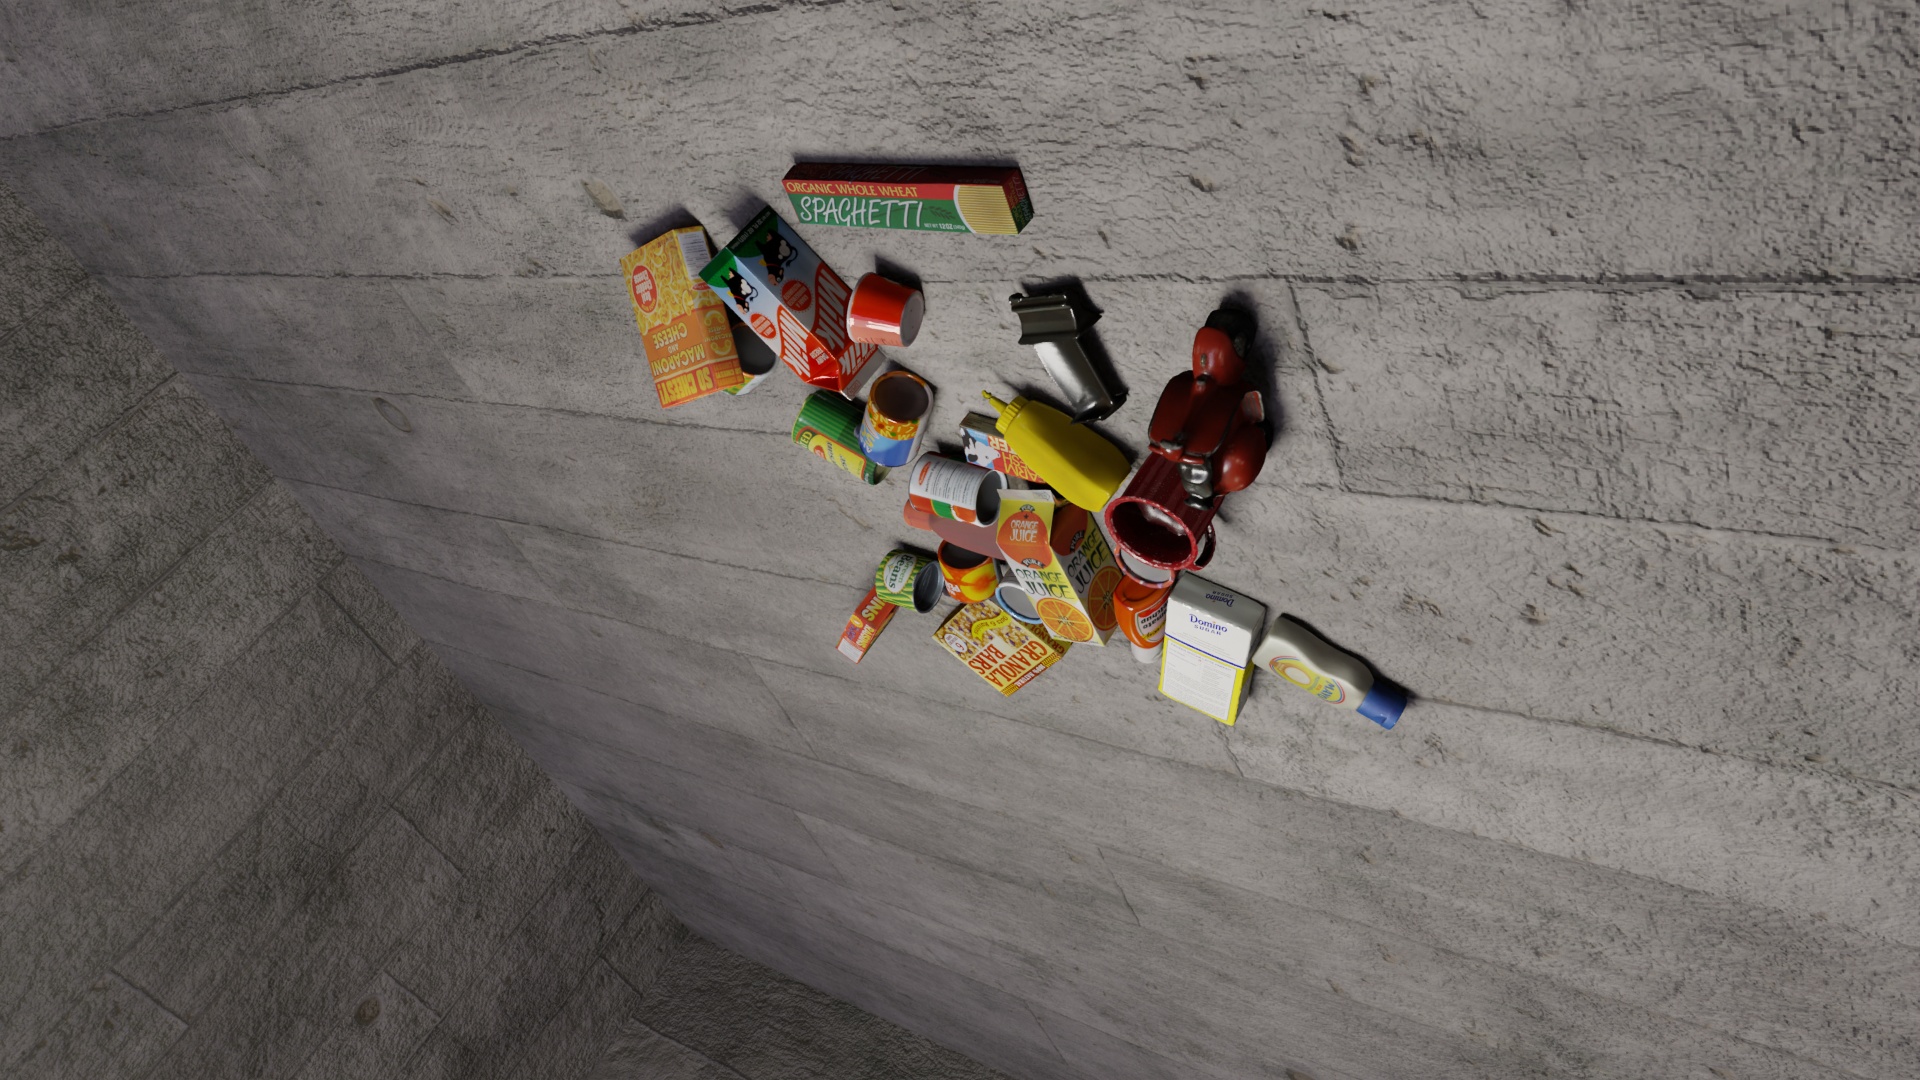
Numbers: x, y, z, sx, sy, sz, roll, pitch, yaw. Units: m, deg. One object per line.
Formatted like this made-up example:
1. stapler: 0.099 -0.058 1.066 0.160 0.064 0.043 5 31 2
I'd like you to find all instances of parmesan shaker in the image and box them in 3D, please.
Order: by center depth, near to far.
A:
1. parmesan shaker: -0.121 -0.112 1.497 0.103 0.071 0.071 29 149 12

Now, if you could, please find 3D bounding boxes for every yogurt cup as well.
1. yogurt cup: -0.069 -0.214 1.309 0.054 0.073 0.072 16 145 17

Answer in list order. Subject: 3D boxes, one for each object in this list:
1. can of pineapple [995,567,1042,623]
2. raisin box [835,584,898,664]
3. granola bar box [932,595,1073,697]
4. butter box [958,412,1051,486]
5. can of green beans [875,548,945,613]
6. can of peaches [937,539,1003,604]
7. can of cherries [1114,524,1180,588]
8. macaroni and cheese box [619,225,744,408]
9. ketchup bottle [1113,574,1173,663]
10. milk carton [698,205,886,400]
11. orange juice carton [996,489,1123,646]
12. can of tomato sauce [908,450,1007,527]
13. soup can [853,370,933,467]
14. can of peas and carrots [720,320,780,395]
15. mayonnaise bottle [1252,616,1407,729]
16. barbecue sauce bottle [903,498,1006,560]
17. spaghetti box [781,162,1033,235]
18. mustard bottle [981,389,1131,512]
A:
1. can of pineapple: 0.080 0.051 1.528 0.071 0.058 0.070 25 148 17
2. raisin box: -0.109 0.095 1.752 0.040 0.086 0.122 36 150 3
3. granola bar box: 0.050 0.115 1.666 0.124 0.039 0.164 39 149 -3
4. butter box: 0.050 -0.091 1.395 0.103 0.024 0.053 18 145 28
5. can of green beans: -0.060 0.048 1.657 0.058 0.071 0.071 17 144 30
6. can of peaches: 0.009 0.029 1.557 0.071 0.071 0.057 19 144 27
7. can of cherries: 0.191 0.006 1.353 0.071 0.059 0.071 25 147 18
8. macaroni and cheese box: -0.292 -0.232 1.459 0.123 0.040 0.166 -9 98 50
9. ketchup bottle: 0.194 0.081 1.456 0.043 0.065 0.148 45 166 29
10. milk carton: -0.157 -0.227 1.369 0.190 0.073 0.073 45 148 -15
11. orange juice carton: 0.103 0.018 1.444 0.072 0.073 0.192 5 137 42
12. can of tomato sauce: -0.001 -0.054 1.460 0.083 0.071 0.071 15 143 31
13. soup can: -0.070 -0.125 1.426 0.071 0.072 0.083 32 149 6
14. can of peas and carrots: -0.237 -0.198 1.495 0.071 0.071 0.058 44 148 -13
15. mayonnaise bottle: 0.366 0.134 1.371 0.148 0.041 0.064 30 147 11
16. barbecue sauce bottle: 0.005 -0.019 1.521 0.148 0.044 0.064 14 136 34
17. spaghetti box: -0.052 -0.298 1.208 0.250 0.029 0.050 12 141 35
18. mustard bottle: 0.084 -0.095 1.323 0.160 0.065 0.048 38 145 8
